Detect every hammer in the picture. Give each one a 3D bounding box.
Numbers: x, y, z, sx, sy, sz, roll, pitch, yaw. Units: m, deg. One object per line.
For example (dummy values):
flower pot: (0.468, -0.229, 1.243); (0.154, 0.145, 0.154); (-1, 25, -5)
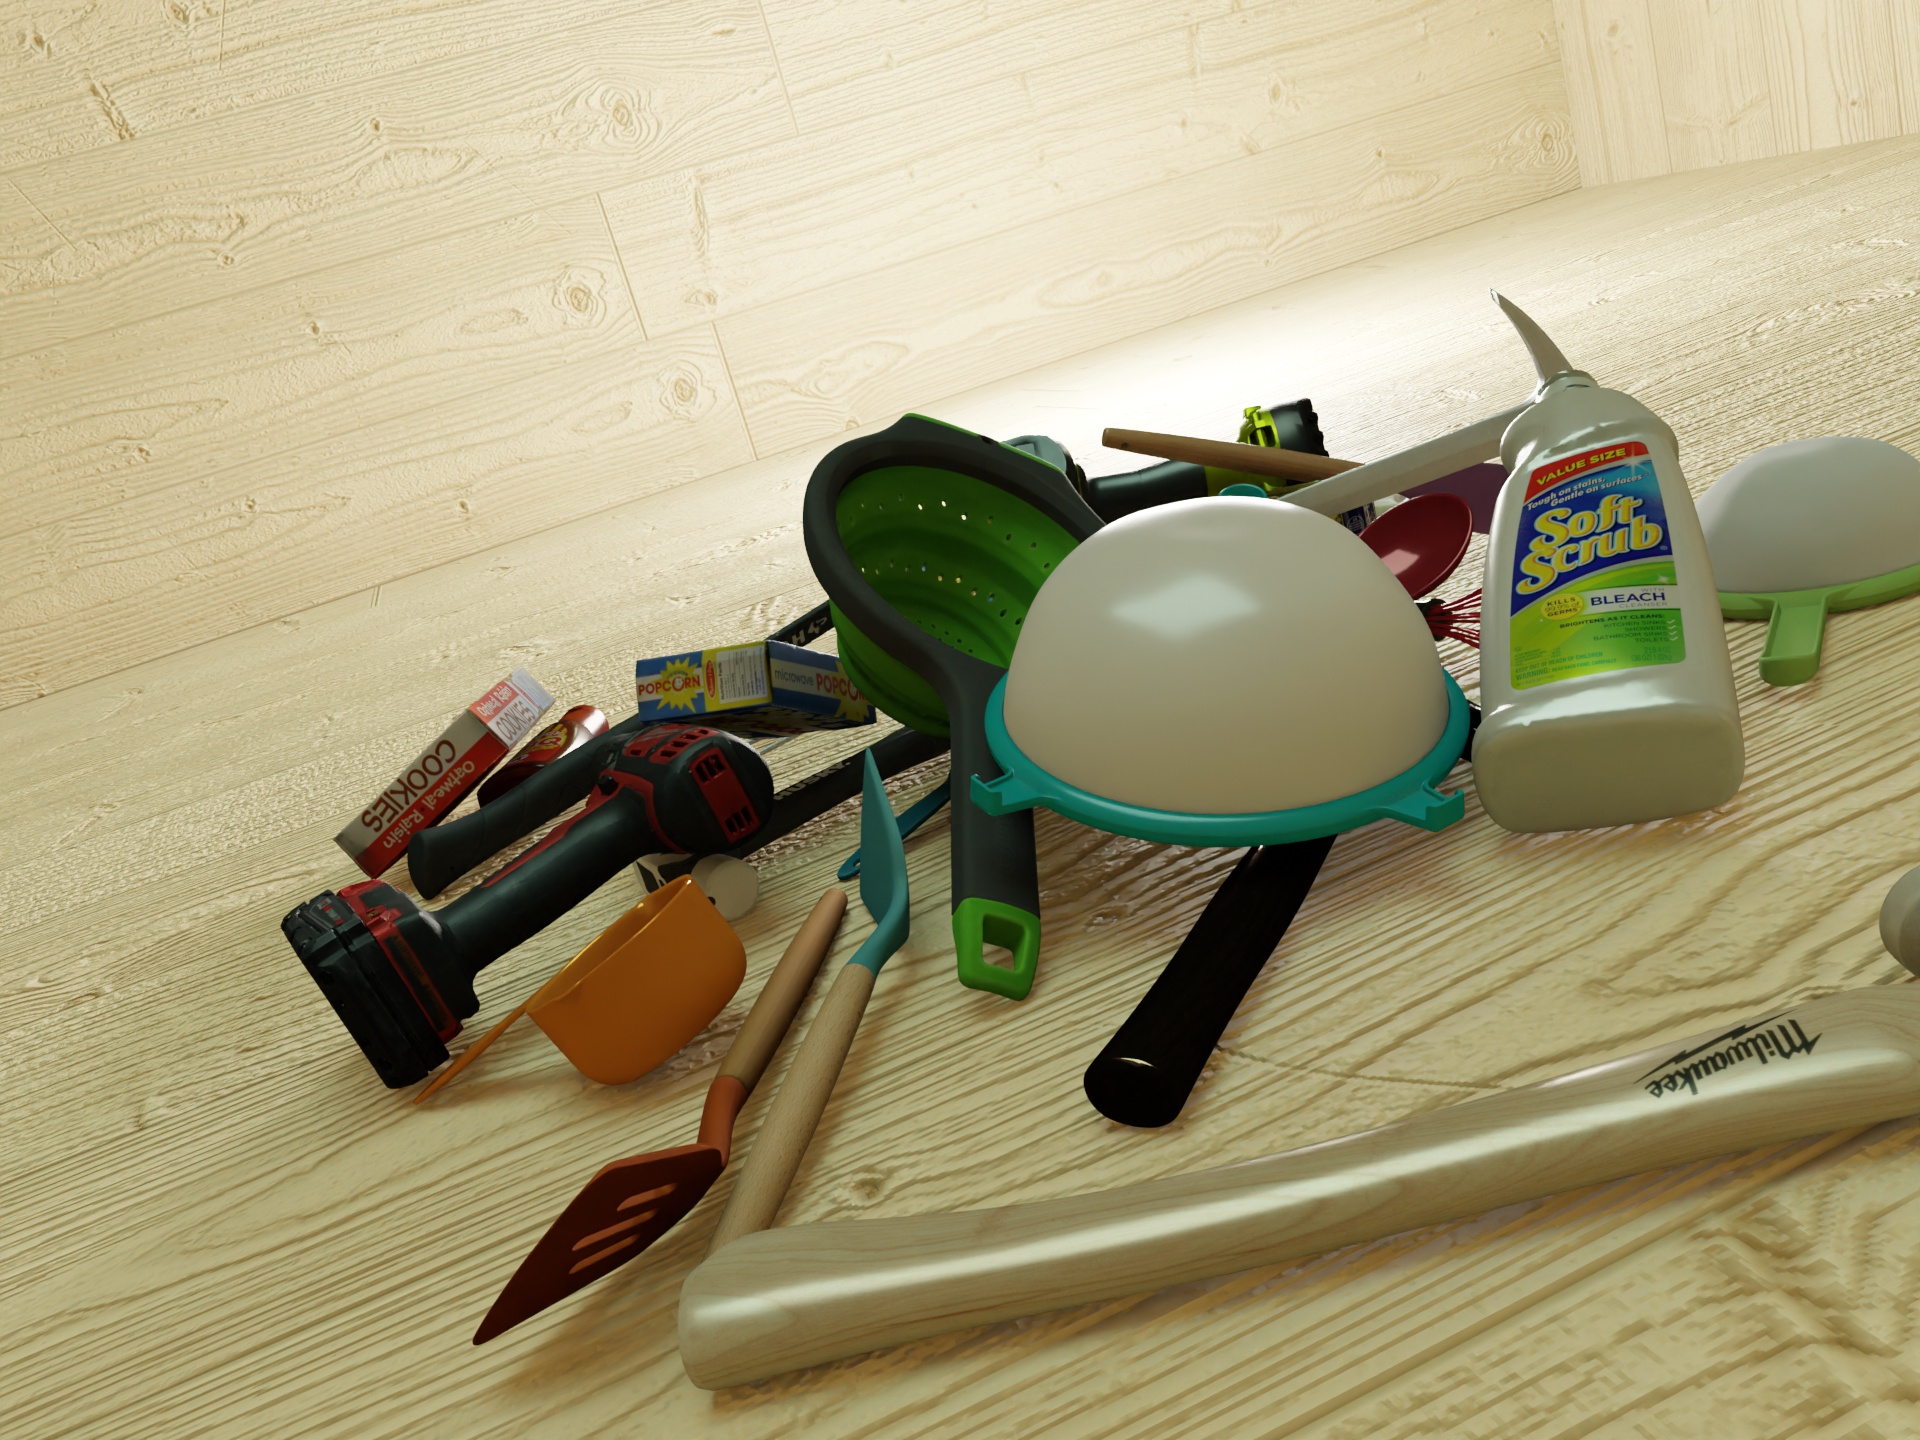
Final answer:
hammer: (0.162, -0.117, 0.933); (0.405, 0.144, 0.035); (-19, 14, 17)
hammer: (-0.182, -0.007, 1.058); (0.409, 0.149, 0.036); (-35, 50, -24)
hammer: (-0.045, 0.021, 0.939); (0.335, 0.035, 0.146); (-28, 21, -32)
hammer: (0.119, 0.131, 0.436); (0.410, 0.038, 0.146); (-15, 18, 6)
hammer: (0.135, 0.059, 0.654); (0.130, 0.031, 0.331); (-6, 20, 32)

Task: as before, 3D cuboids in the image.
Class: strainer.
strainer: (0.125, -0.072, 0.741); (0.211, 0.095, 0.341); (1, 31, 12)
strainer: (0.415, -0.090, 0.788); (0.151, 0.069, 0.256); (-5, 19, 33)

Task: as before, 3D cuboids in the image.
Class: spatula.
spatula: (-0.092, 0.129, 0.626); (0.081, 0.041, 0.323); (-53, 3, 19)
spatula: (-0.058, 0.117, 0.629); (0.044, 0.082, 0.318); (9, 27, 8)
spatula: (0.243, -0.155, 1.007); (0.316, 0.059, 0.018); (7, 50, -9)

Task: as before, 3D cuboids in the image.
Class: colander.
colander: (-0.001, -0.003, 0.801); (0.204, 0.094, 0.398); (18, 39, -16)

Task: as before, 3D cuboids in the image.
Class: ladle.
ladle: (0.131, -0.025, 0.832); (0.315, 0.031, 0.069); (-31, 35, -1)

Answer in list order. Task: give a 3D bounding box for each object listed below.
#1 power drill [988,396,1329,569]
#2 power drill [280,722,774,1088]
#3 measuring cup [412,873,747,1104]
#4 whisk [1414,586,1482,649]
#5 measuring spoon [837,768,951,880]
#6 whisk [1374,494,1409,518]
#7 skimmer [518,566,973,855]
power drill: (0.132, -0.137, 1.102); (0.228, 0.080, 0.190); (-10, -26, 3)
power drill: (-0.215, 0.073, 0.799); (0.227, 0.080, 0.188); (-34, 17, -22)
measuring cup: (-0.164, 0.136, 0.685); (0.173, 0.052, 0.095); (-38, 8, 19)
whisk: (0.265, -0.052, 0.839); (0.073, 0.073, 0.296); (-24, 13, -23)
measuring spoon: (-0.014, 0.053, 0.849); (0.128, 0.021, 0.042); (-37, 25, -28)
whisk: (0.235, -0.157, 1.216); (0.246, 0.059, 0.058); (2, 36, 35)
skimmer: (-0.114, -0.009, 1.002); (0.363, 0.090, 0.127); (-30, 63, -26)
